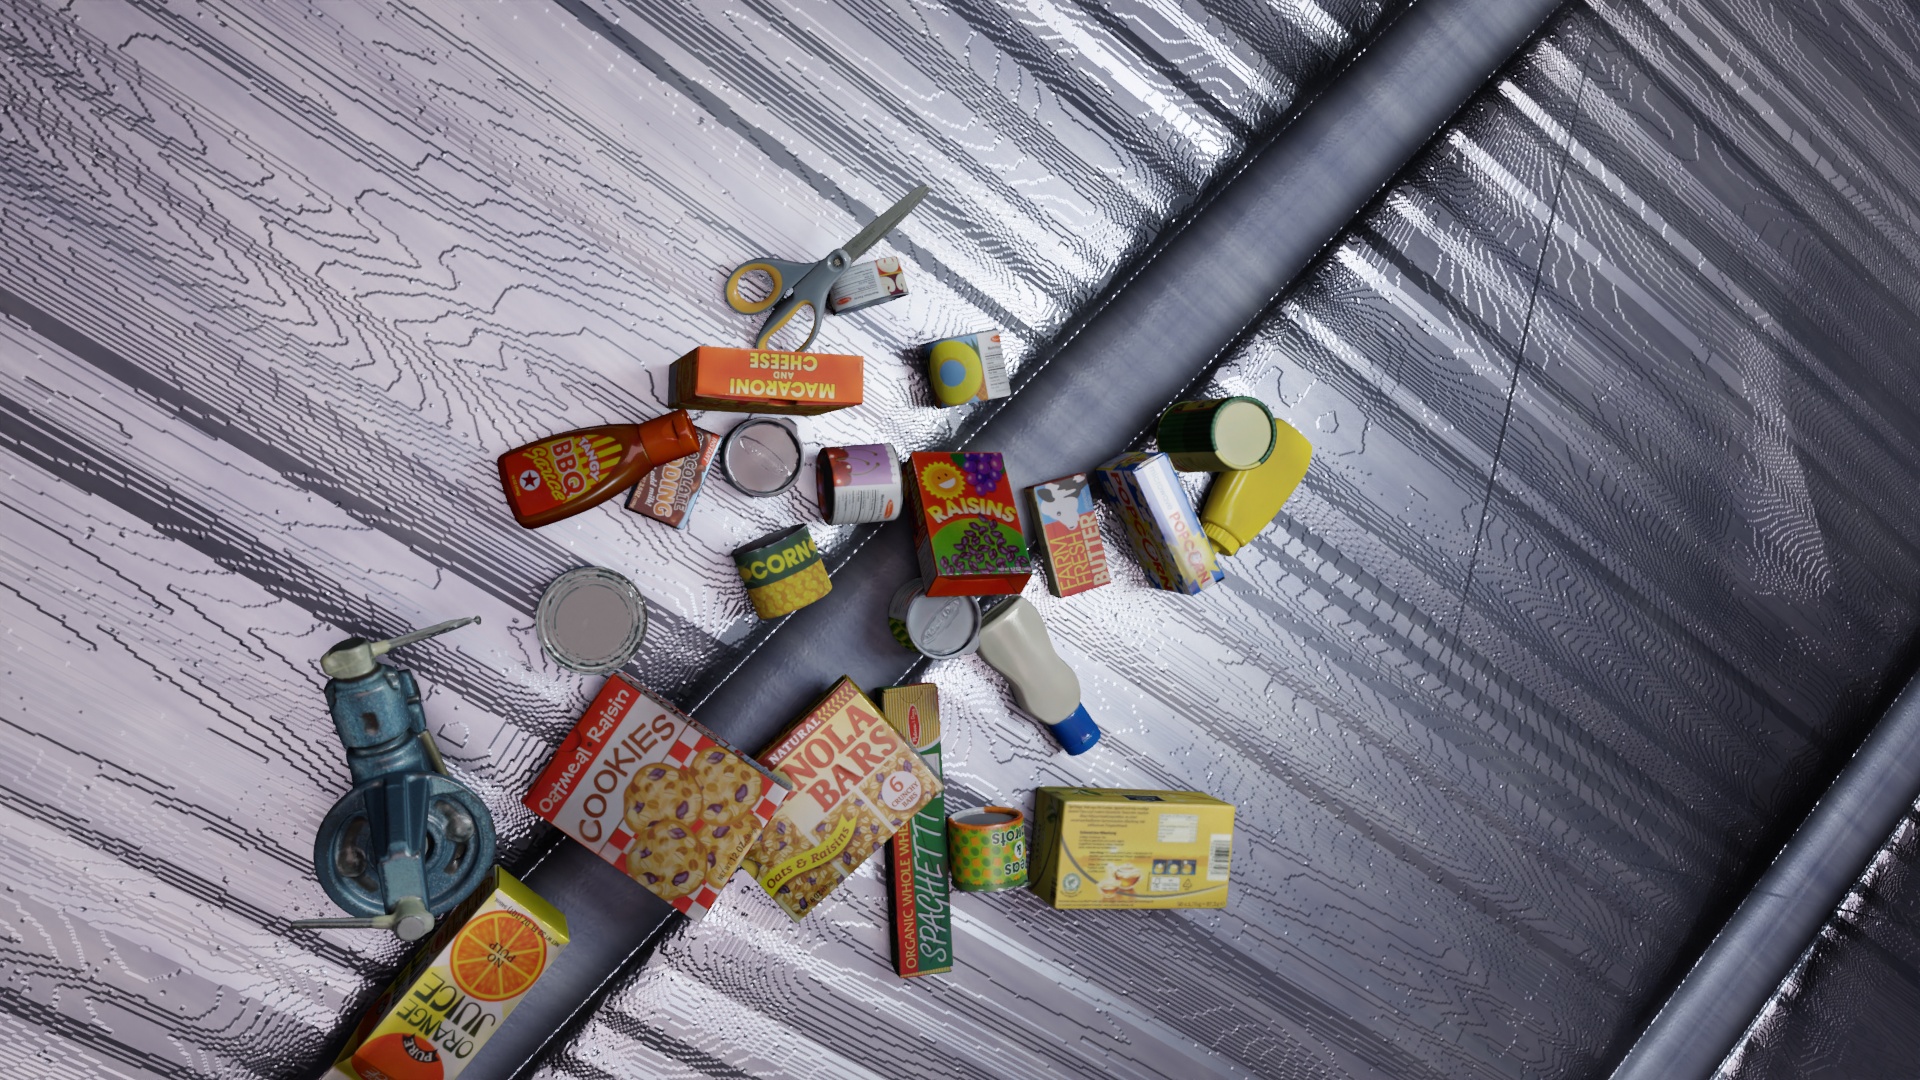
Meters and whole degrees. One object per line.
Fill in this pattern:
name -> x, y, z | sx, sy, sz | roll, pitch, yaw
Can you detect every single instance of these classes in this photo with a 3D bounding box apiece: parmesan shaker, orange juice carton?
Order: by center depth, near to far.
orange juice carton -> -0.389, 0.350, 1.052 | 0.071, 0.073, 0.193 | 43, 79, -15
parmesan shaker -> 0.230, -0.093, 1.235 | 0.071, 0.103, 0.071 | -1, 92, -19

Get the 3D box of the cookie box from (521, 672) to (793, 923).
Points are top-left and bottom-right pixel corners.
cookie box -> -0.236, 0.199, 1.089 | 0.167, 0.040, 0.123 | 34, 85, 1

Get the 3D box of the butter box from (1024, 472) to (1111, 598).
butter box -> 0.096, -0.004, 1.234 | 0.053, 0.024, 0.103 | -16, 96, -17

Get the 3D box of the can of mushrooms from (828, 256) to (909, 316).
can of mushrooms -> -0.077, -0.210, 1.150 | 0.071, 0.071, 0.033 | -19, 97, -17

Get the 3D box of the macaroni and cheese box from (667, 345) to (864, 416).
macaroni and cheese box -> -0.153, -0.120, 1.071 | 0.124, 0.166, 0.040 | 1, 92, -19

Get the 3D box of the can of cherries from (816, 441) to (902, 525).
can of cherries -> -0.085, -0.048, 1.152 | 0.058, 0.071, 0.071 | -6, 93, -18

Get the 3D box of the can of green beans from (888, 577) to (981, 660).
can of green beans -> -0.023, 0.066, 1.177 | 0.071, 0.058, 0.071 | -1, 92, -19

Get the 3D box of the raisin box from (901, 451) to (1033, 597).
raisin box -> 0.004, -0.015, 1.163 | 0.086, 0.039, 0.124 | -2, 58, -20

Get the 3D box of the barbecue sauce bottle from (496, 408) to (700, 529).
barbecue sauce bottle -> -0.277, -0.061, 1.075 | 0.149, 0.043, 0.065 | -20, 82, -2

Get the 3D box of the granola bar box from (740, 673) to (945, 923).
granola bar box -> -0.115, 0.211, 1.140 | 0.166, 0.039, 0.124 | -42, 96, -5

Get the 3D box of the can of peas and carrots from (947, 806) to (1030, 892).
can of peas and carrots -> 0.025, 0.265, 1.192 | 0.071, 0.071, 0.058 | -5, 93, -18

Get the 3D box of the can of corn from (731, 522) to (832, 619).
can of corn -> -0.144, 0.025, 1.128 | 0.071, 0.071, 0.058 | -24, 100, -16

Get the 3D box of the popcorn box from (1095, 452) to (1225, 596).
popcorn box -> 0.175, -0.016, 1.228 | 0.038, 0.085, 0.126 | -30, 101, -14

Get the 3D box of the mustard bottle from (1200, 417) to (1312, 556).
mustard bottle -> 0.259, -0.036, 1.275 | 0.065, 0.049, 0.160 | 39, 80, -17

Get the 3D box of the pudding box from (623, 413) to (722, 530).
pudding box -> -0.231, -0.055, 1.118 | 0.049, 0.030, 0.084 | 24, 84, -18

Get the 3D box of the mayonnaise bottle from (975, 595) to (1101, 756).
mayonnaise bottle -> 0.070, 0.122, 1.220 | 0.065, 0.041, 0.148 | -37, 103, -13

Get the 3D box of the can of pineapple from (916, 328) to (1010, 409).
can of pineapple -> 0.004, -0.145, 1.178 | 0.071, 0.071, 0.057 | -13, 96, -18

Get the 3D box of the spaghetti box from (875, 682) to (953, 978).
spaghetti box -> -0.040, 0.247, 1.191 | 0.050, 0.028, 0.249 | -4, 92, -18

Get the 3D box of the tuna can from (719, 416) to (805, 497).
tuna can -> -0.162, -0.070, 1.140 | 0.071, 0.033, 0.071 | -1, 92, -19
